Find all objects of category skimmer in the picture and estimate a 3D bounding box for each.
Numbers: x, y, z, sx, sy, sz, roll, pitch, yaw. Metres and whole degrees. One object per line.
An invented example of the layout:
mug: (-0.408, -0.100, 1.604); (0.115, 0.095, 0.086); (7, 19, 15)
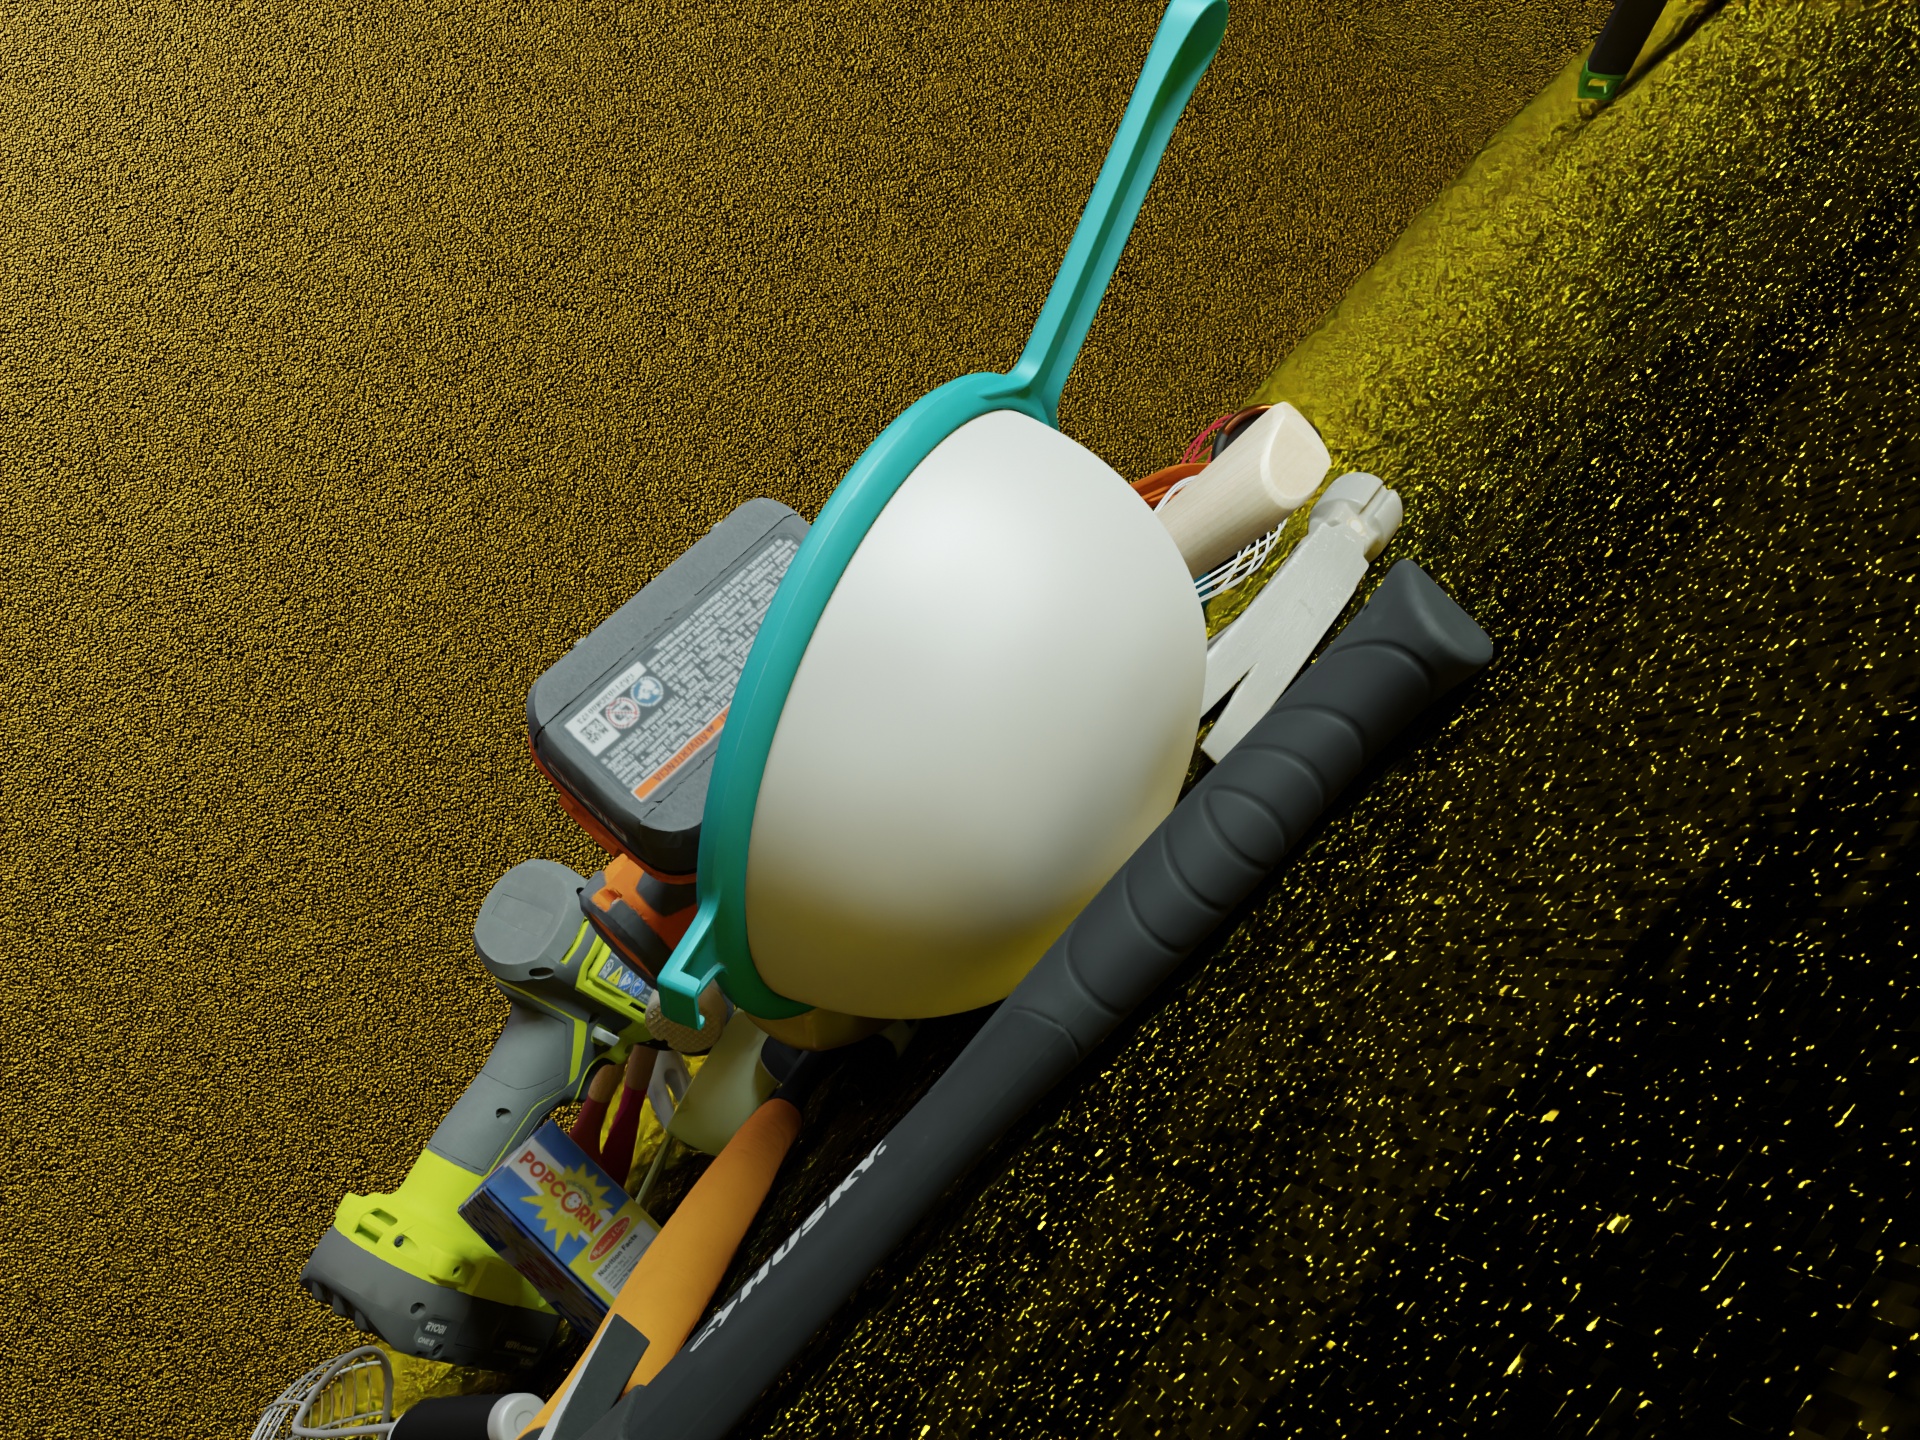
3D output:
skimmer: (-0.258, 0.351, 0.751); (0.363, 0.090, 0.127); (-30, 32, 44)

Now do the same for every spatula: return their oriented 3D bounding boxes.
spatula: (0.061, -0.073, 1.028); (0.081, 0.041, 0.322); (-7, -30, -43)

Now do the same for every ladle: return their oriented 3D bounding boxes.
ladle: (-0.202, 0.197, 0.921); (0.031, 0.069, 0.315); (47, 122, 47)

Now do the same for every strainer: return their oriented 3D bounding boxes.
strainer: (0.041, -0.050, 0.482); (0.340, 0.095, 0.211); (-68, -19, 3)

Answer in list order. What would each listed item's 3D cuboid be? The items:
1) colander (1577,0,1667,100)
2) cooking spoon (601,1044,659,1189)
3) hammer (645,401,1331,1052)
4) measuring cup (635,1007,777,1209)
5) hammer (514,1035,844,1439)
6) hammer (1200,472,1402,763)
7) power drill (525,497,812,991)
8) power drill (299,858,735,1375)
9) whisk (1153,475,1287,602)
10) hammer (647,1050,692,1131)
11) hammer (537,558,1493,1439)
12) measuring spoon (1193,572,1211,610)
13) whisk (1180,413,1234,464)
colander: (0.558, -0.588, 1.225); (0.396, 0.204, 0.094); (86, -170, -72)
cooking spoon: (-0.191, 0.201, 0.965); (0.069, 0.017, 0.318); (-69, -2, -60)
hammer: (-0.001, -0.002, 0.732); (0.410, 0.038, 0.146); (-41, 23, 27)
measuring cup: (-0.133, 0.220, 0.819); (0.167, 0.038, 0.083); (-62, -2, 19)
hammer: (-0.077, 0.167, 0.605); (0.127, 0.034, 0.337); (-47, 2, 20)
hammer: (0.056, 0.018, 0.722); (0.149, 0.036, 0.359); (-48, 3, -31)
power drill: (-0.075, 0.012, 0.600); (0.164, 0.084, 0.226); (-44, -11, -20)
power drill: (-0.208, 0.203, 0.808); (0.228, 0.080, 0.190); (-64, -31, -17)
whisk: (0.078, -0.051, 0.850); (0.284, 0.070, 0.070); (-41, -1, -27)
hammer: (-0.099, 0.144, 0.893); (0.038, 0.143, 0.386); (-14, -8, -38)
hammer: (0.008, 0.088, 0.394); (0.335, 0.035, 0.146); (-47, 3, -1)
measuring spoon: (0.112, -0.036, 0.948); (0.128, 0.021, 0.042); (-56, 3, 2)
whisk: (0.143, -0.105, 1.043); (0.296, 0.073, 0.073); (-55, 6, -31)
